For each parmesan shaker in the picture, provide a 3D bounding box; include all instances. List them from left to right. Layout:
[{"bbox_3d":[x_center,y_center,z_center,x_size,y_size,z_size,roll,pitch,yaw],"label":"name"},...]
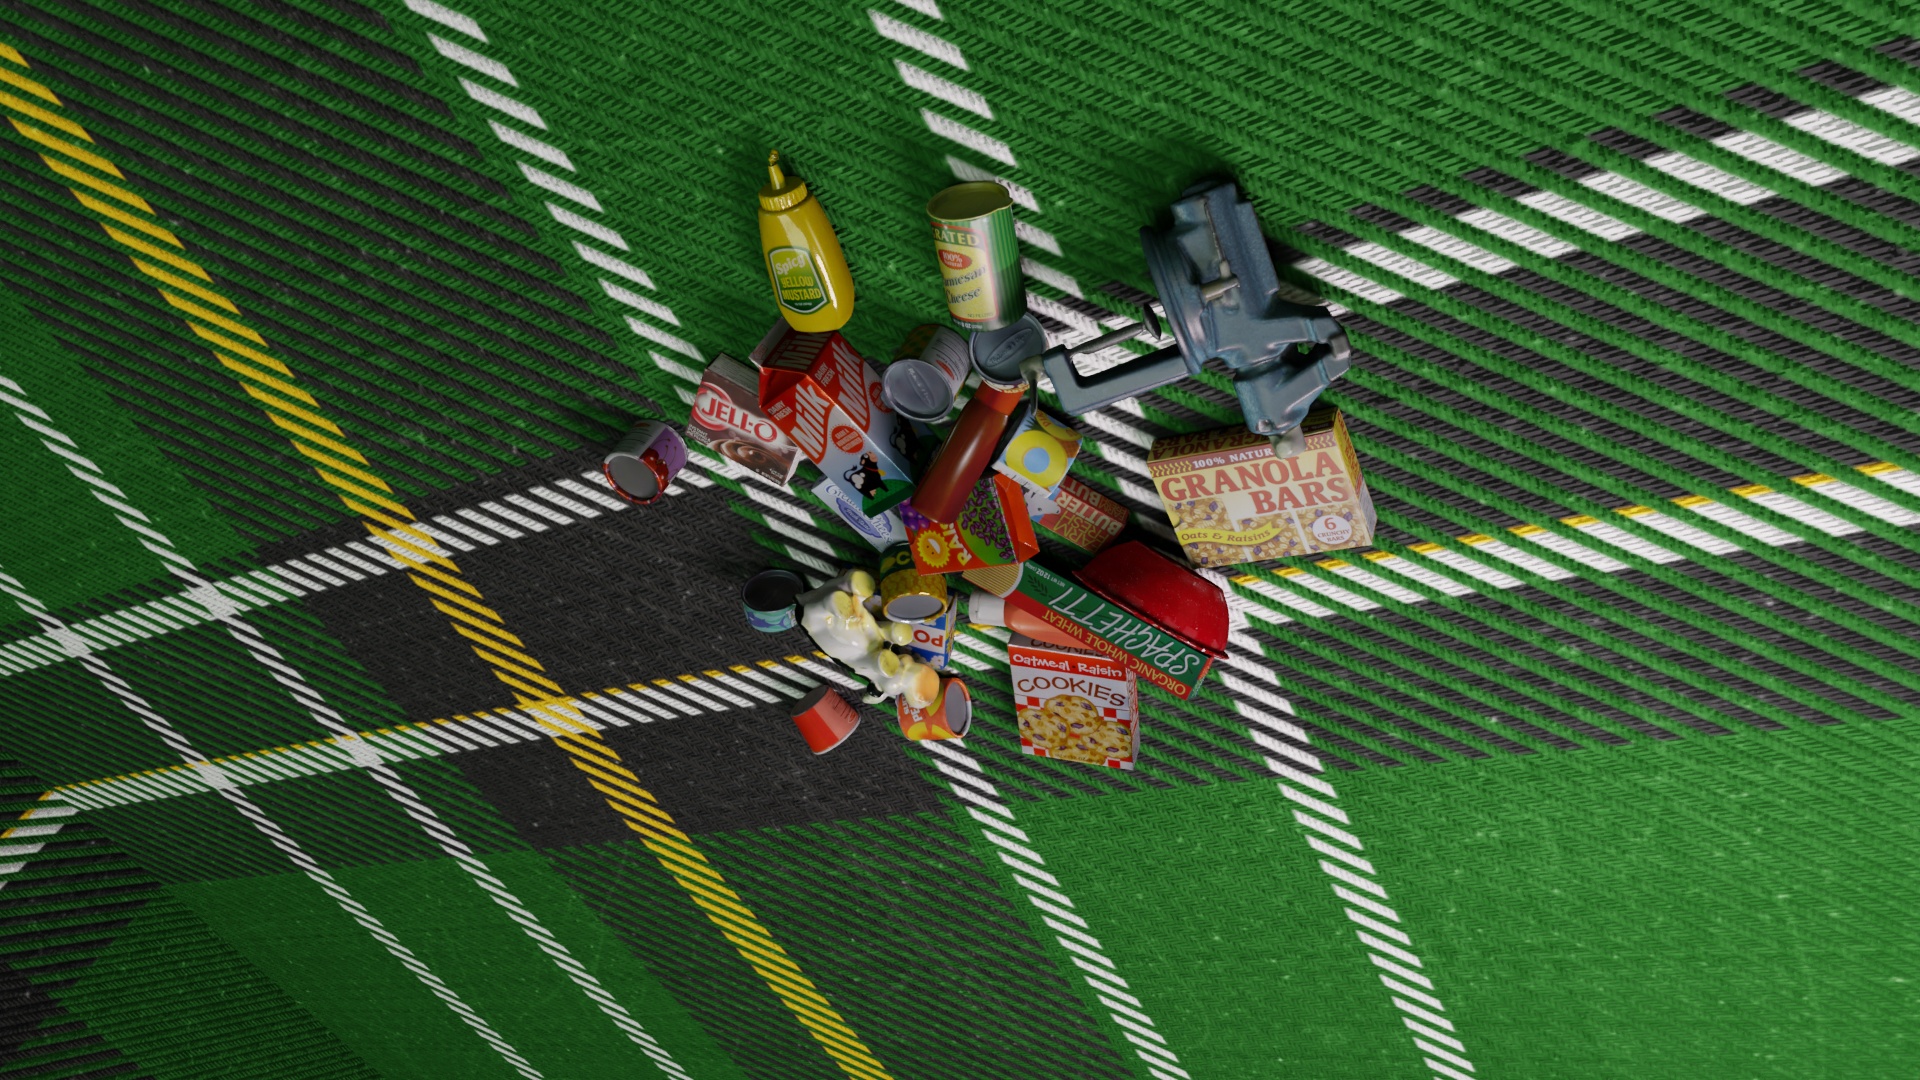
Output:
[{"bbox_3d":[0.017,-0.226,1.115,0.071,0.072,0.102,3,130,20],"label":"parmesan shaker"}]

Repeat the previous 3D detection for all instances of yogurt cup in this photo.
[{"bbox_3d":[-0.155,0.200,1.572,0.072,0.073,0.054,-25,108,37],"label":"yogurt cup"}]

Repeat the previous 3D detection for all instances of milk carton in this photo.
[{"bbox_3d":[-0.111,-0.117,1.263,0.073,0.073,0.190,-28,115,39],"label":"milk carton"}]

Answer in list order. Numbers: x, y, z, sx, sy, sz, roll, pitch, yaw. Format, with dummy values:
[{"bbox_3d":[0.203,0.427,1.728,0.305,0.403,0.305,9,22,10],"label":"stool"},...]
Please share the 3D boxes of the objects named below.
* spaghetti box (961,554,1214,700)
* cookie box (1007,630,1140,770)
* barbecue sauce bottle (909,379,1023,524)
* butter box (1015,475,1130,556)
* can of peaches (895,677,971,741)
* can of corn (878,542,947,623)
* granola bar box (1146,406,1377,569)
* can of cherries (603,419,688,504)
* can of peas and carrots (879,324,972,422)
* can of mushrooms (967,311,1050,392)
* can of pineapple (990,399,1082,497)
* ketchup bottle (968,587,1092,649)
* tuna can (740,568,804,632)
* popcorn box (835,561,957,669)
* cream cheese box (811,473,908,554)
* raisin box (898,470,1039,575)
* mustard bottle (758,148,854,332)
[{"bbox_3d":[0.119,0.069,1.311,0.250,0.029,0.050,29,107,16],"label":"spaghetti box"},{"bbox_3d":[0.119,0.160,1.435,0.123,0.040,0.166,6,133,18],"label":"cookie box"},{"bbox_3d":[0.010,-0.086,1.215,0.044,0.065,0.148,32,103,8],"label":"barbecue sauce bottle"},{"bbox_3d":[0.100,-0.030,1.285,0.103,0.024,0.052,29,135,-3],"label":"butter box"},{"bbox_3d":[-0.029,0.181,1.496,0.058,0.071,0.071,-7,126,27],"label":"can of peaches"},{"bbox_3d":[-0.046,0.041,1.369,0.071,0.058,0.070,-4,149,-2],"label":"can of corn"},{"bbox_3d":[0.259,-0.042,1.196,0.165,0.039,0.123,-10,125,29],"label":"granola bar box"},{"bbox_3d":[-0.315,-0.077,1.396,0.071,0.059,0.071,12,133,13],"label":"can of cherries"},{"bbox_3d":[-0.030,-0.145,1.213,0.071,0.059,0.070,12,133,14],"label":"can of peas and carrots"},{"bbox_3d":[0.043,-0.157,1.164,0.071,0.071,0.033,13,174,12],"label":"can of mushrooms"},{"bbox_3d":[0.068,-0.081,1.225,0.058,0.071,0.070,31,134,-6],"label":"can of pineapple"},{"bbox_3d":[0.083,0.071,1.368,0.149,0.044,0.064,5,123,19],"label":"ketchup bottle"},{"bbox_3d":[-0.194,0.064,1.464,0.071,0.071,0.032,9,134,15],"label":"tuna can"},{"bbox_3d":[-0.069,0.078,1.443,0.127,0.038,0.084,14,134,11],"label":"popcorn box"},{"bbox_3d":[-0.091,-0.034,1.363,0.103,0.024,0.053,42,131,-16],"label":"cream cheese box"},{"bbox_3d":[0.005,-0.016,1.295,0.123,0.040,0.086,-8,104,40],"label":"raisin box"},{"bbox_3d":[-0.138,-0.253,1.171,0.065,0.049,0.159,-1,129,22],"label":"mustard bottle"}]
